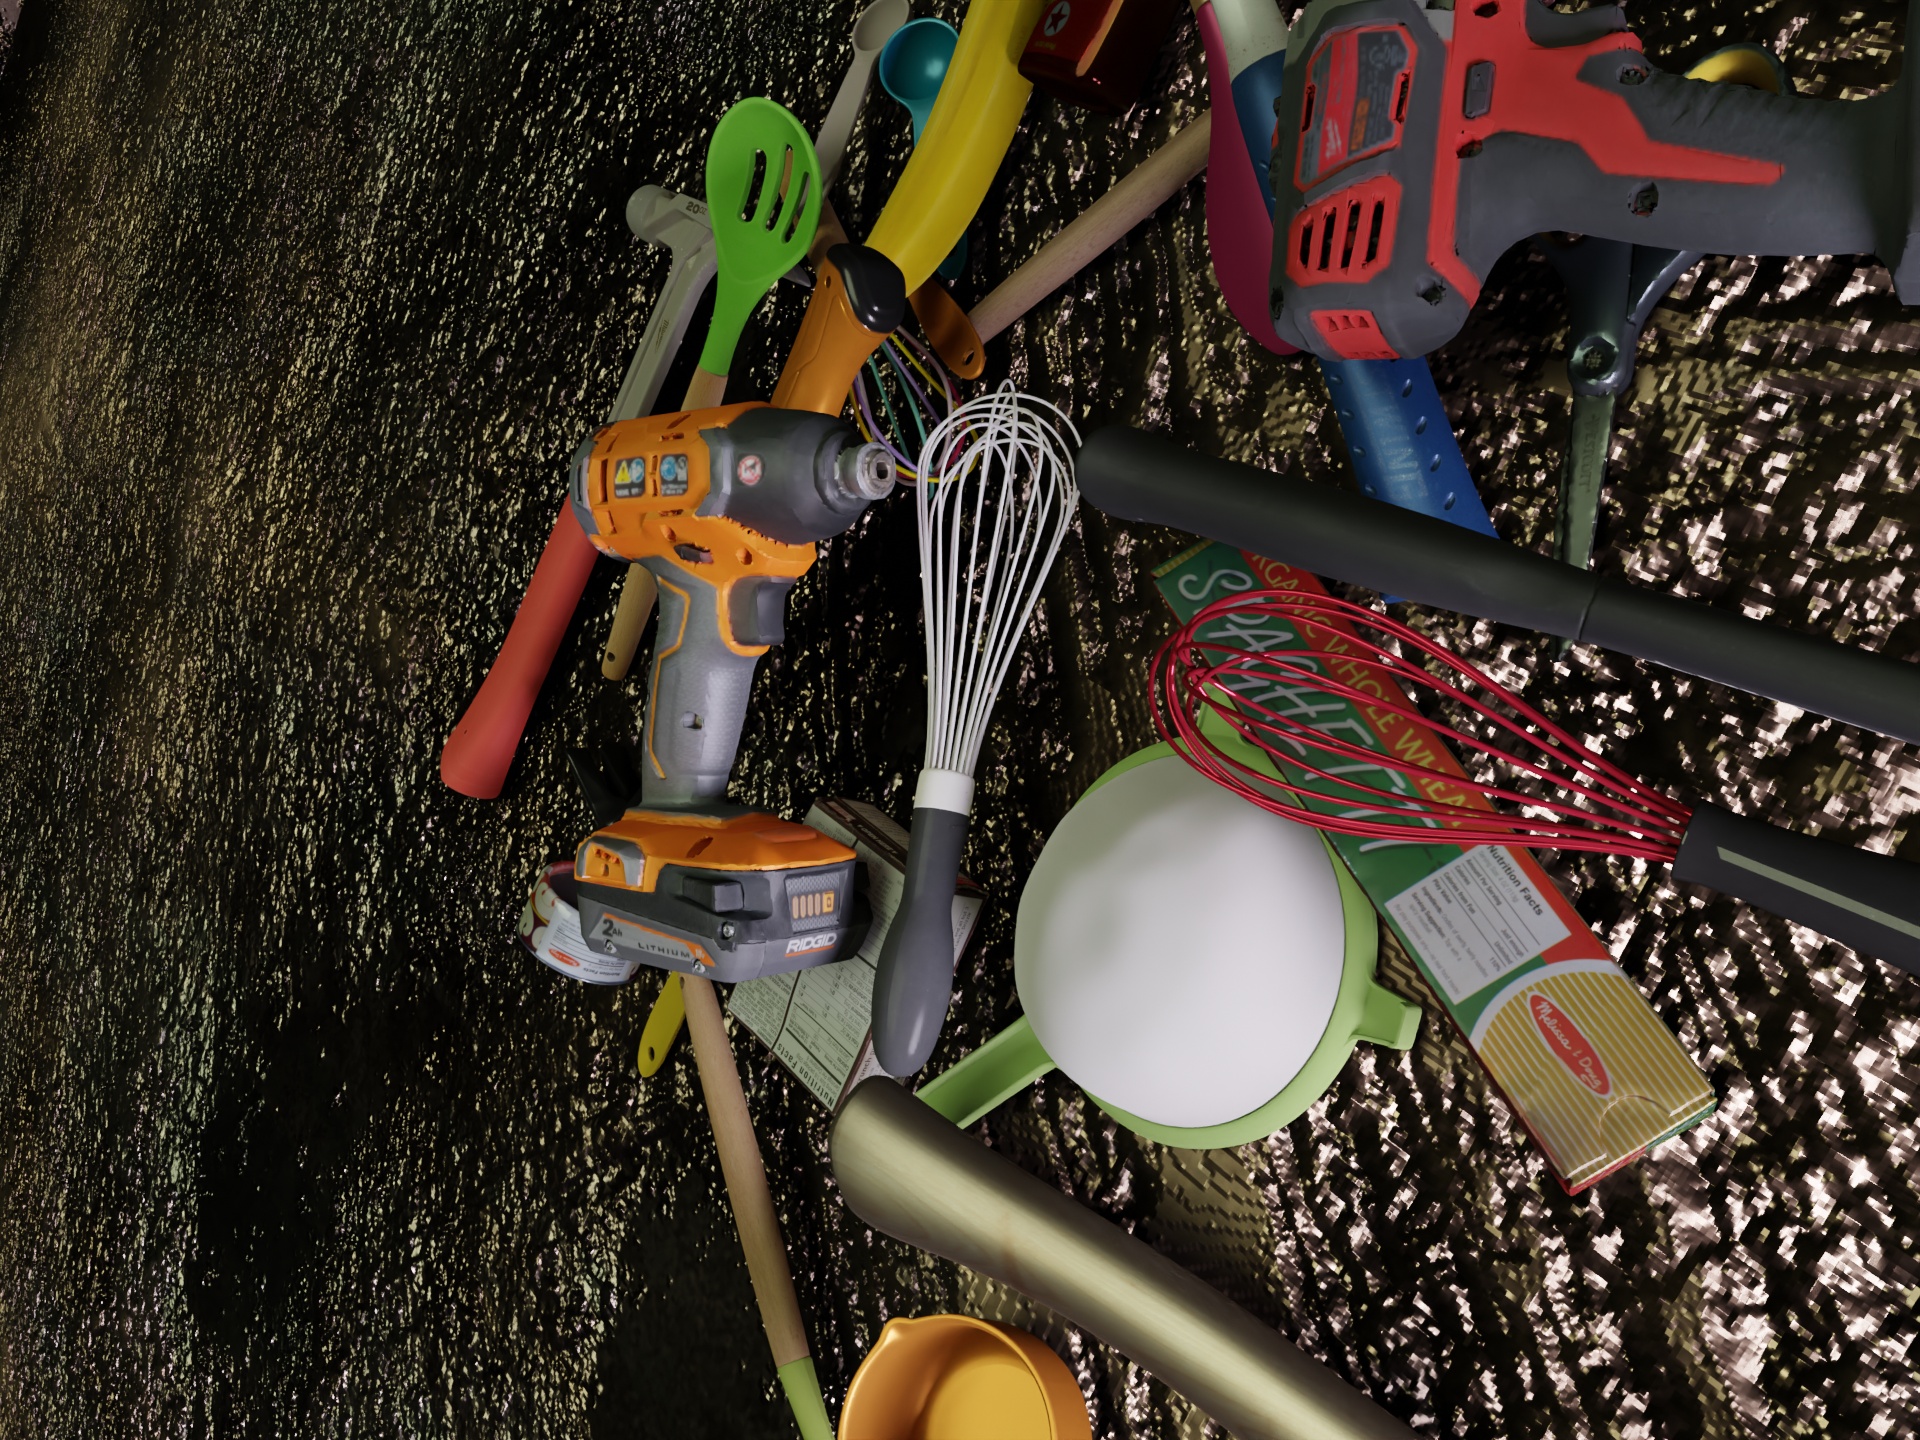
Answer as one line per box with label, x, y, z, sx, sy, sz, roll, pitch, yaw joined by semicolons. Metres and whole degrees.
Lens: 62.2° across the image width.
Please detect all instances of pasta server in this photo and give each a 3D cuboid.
pasta server;0.105;-0.228;0.624;0.316;0.040;0.060;-31;62;40

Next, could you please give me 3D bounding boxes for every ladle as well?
ladle;-0.088;0.247;0.673;0.078;0.062;0.320;-45;56;44

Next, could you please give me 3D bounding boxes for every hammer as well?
hammer;0.112;0.209;0.489;0.411;0.038;0.146;25;97;37
hammer;-0.106;-0.065;0.737;0.127;0.034;0.336;52;129;37
hammer;0.160;-0.035;0.437;0.335;0.146;0.035;26;102;41
hammer;-0.202;-0.112;0.883;0.149;0.036;0.359;38;107;41
hammer;0.108;-0.240;0.554;0.144;0.035;0.406;-21;80;24

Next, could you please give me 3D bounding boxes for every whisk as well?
whisk;0.184;0.025;0.446;0.296;0.073;0.073;22;97;29
whisk;-0.001;-0.002;0.632;0.070;0.070;0.285;-3;72;43
whisk;-0.046;-0.194;0.754;0.047;0.051;0.245;-23;56;0

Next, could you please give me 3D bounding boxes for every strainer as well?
strainer;0.031;0.106;0.592;0.256;0.069;0.152;-41;56;28

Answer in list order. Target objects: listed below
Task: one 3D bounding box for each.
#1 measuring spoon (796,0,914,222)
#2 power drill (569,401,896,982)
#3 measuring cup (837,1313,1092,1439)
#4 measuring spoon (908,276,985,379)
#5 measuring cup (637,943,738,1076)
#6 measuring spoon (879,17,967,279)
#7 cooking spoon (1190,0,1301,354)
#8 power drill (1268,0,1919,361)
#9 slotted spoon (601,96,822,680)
measuring spoon;-0.051;-0.296;0.777;0.034;0.018;0.124;17;83;38
power drill;-0.089;-0.015;0.645;0.164;0.084;0.226;2;94;42
measuring cup;-0.028;0.291;0.593;0.173;0.052;0.095;-38;57;11
measuring spoon;-0.008;-0.182;0.714;0.021;0.011;0.117;-53;38;23
measuring cup;-0.120;0.121;0.772;0.062;0.029;0.156;56;130;34
measuring spoon;-0.010;-0.266;0.748;0.042;0.021;0.129;-10;83;17
cooking spoon;0.087;-0.290;0.596;0.069;0.017;0.319;-22;79;43
power drill;0.201;-0.199;0.449;0.227;0.080;0.188;5;85;29
slotted spoon;-0.134;-0.155;0.802;0.070;0.031;0.313;33;117;19
